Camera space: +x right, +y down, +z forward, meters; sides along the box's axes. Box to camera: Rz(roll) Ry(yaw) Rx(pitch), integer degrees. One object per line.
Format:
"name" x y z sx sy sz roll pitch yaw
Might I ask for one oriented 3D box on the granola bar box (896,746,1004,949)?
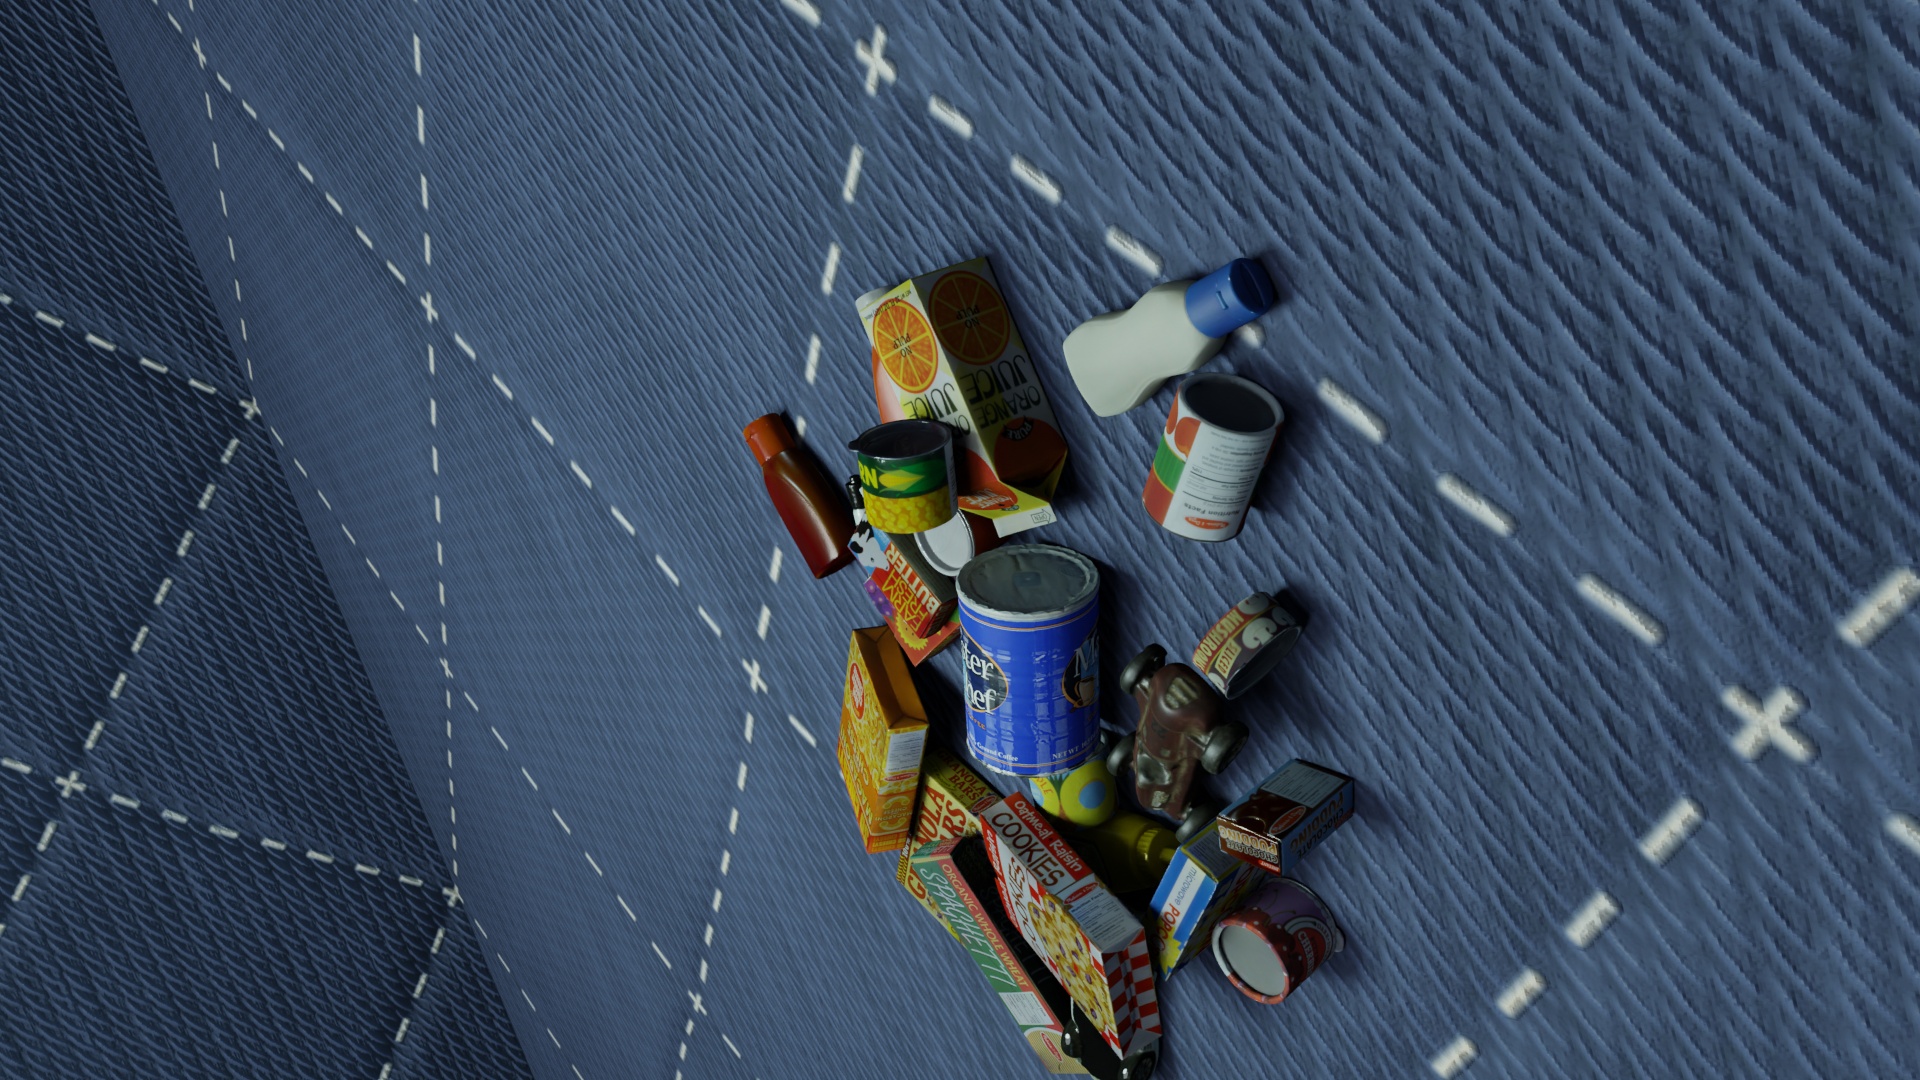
"granola bar box" 0.004 0.283 1.244 0.124 0.039 0.164 38 136 30

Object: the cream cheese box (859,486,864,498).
"cream cheese box" -0.041 -0.044 1.122 0.053 0.024 0.103 60 143 9

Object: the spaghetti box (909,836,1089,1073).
"spaghetti box" 0.041 0.360 1.201 0.050 0.029 0.249 -19 109 40

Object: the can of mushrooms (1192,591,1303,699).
"can of mushrooms" 0.180 0.066 0.877 0.033 0.071 0.070 48 140 23

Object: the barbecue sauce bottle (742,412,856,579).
"barbecue sauce bottle" -0.142 -0.042 1.231 0.148 0.044 0.064 59 144 8

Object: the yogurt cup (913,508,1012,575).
"yogurt cup" 0.004 -0.013 1.060 0.072 0.054 0.072 28 130 39

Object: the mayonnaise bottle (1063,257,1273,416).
"mayonnaise bottle" 0.127 -0.127 0.855 0.147 0.041 0.064 -25 92 52

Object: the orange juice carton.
"orange juice carton" 0.010 -0.095 0.989 0.071 0.073 0.192 -19 95 53

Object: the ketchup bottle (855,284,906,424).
"ketchup bottle" -0.037 -0.118 1.050 0.064 0.043 0.149 -22 88 20

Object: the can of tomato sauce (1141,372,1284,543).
"can of tomato sauce" 0.153 -0.052 0.847 0.071 0.071 0.082 40 136 29

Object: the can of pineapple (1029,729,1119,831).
"can of pineapple" 0.084 0.182 1.063 0.071 0.071 0.057 10 118 48

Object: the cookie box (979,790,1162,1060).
"cookie box" 0.079 0.282 1.031 0.168 0.040 0.122 41 151 50

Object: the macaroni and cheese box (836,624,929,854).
"macaroni and cheese box" -0.071 0.178 1.238 0.124 0.040 0.165 -115 26 -45

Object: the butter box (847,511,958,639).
"butter box" -0.045 0.023 1.099 0.104 0.024 0.052 51 140 18

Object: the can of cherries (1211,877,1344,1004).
"can of cherries" 0.219 0.278 0.962 0.071 0.058 0.071 28 131 39

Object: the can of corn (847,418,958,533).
"can of corn" -0.039 -0.044 0.956 0.071 0.071 0.058 22 128 42

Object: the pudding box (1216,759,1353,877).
"pudding box" 0.209 0.177 0.894 0.049 0.084 0.030 16 123 45

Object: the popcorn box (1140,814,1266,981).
"popcorn box" 0.174 0.242 0.974 0.038 0.085 0.126 41 137 27

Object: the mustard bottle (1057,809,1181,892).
"mustard bottle" 0.122 0.238 1.066 0.160 0.049 0.065 -12 102 53

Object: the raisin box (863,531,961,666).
"raisin box" -0.022 0.040 1.136 0.086 0.040 0.122 56 143 9
